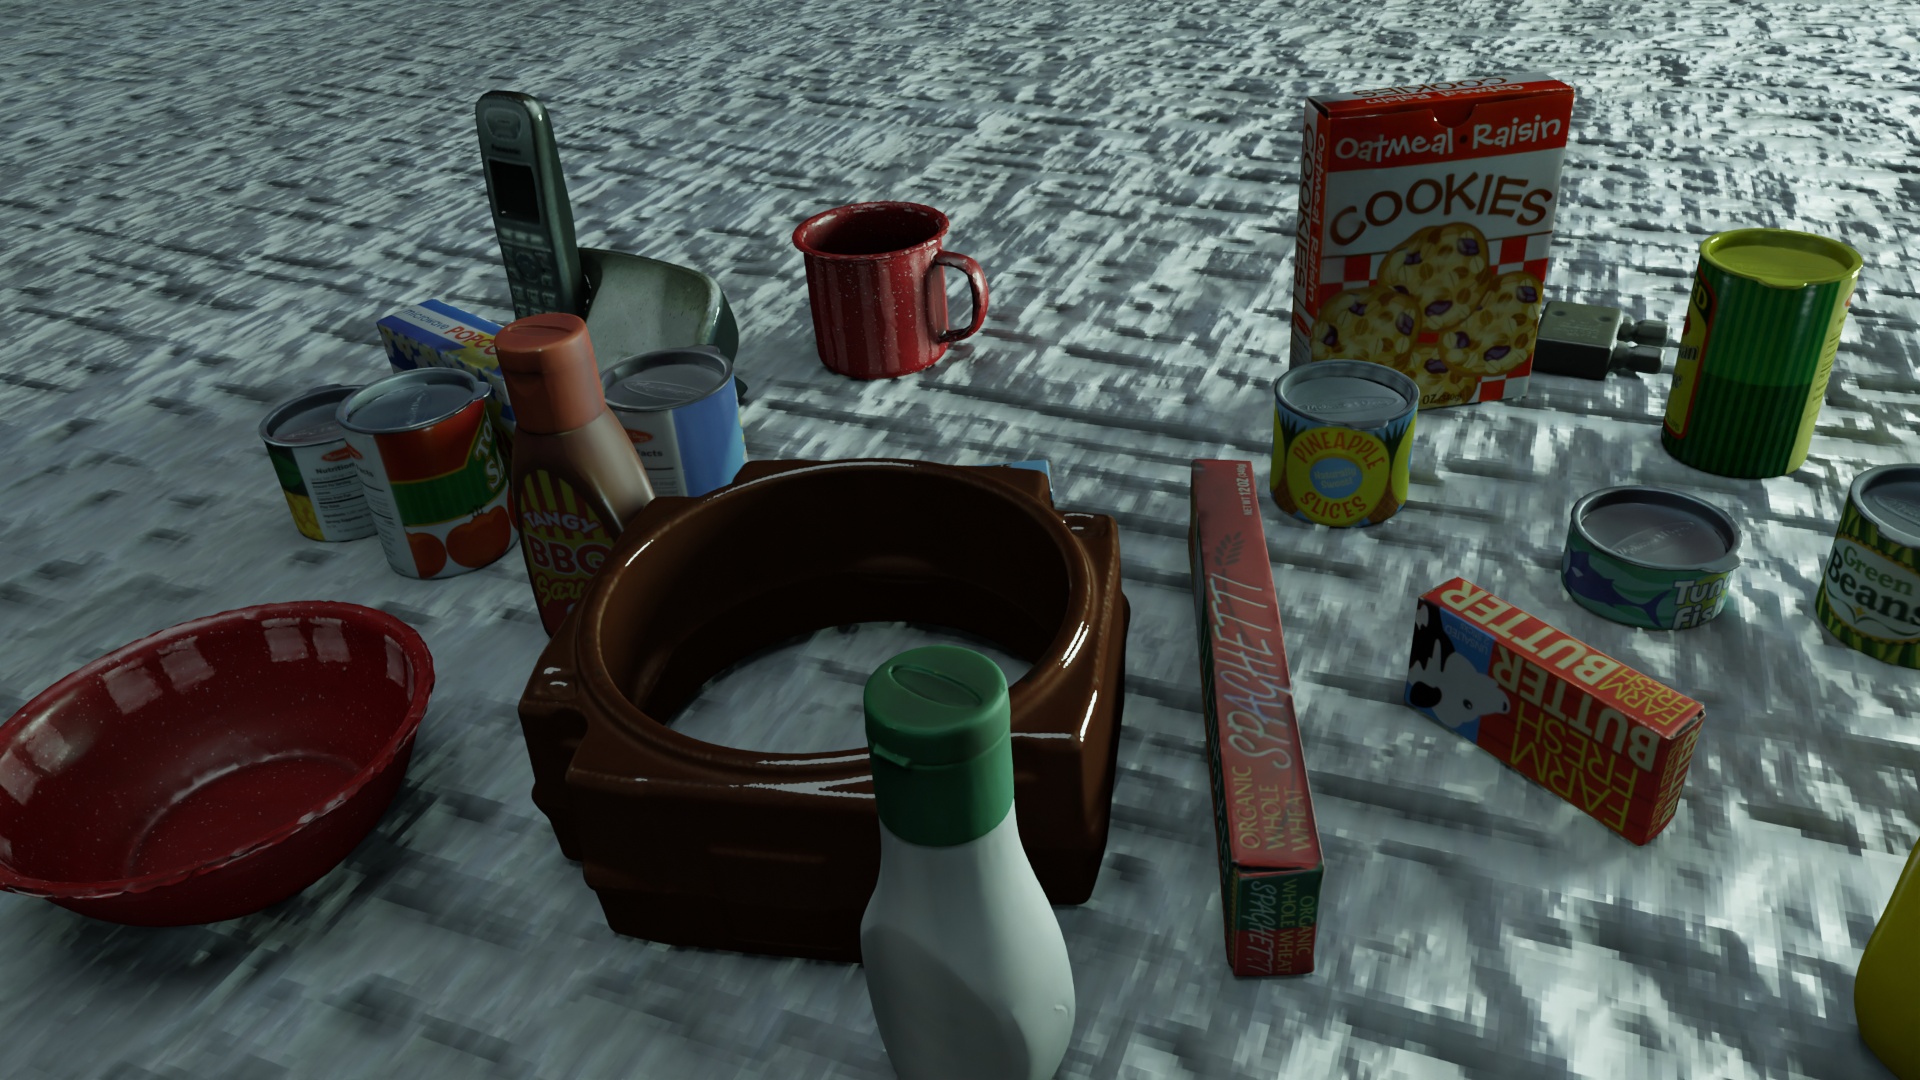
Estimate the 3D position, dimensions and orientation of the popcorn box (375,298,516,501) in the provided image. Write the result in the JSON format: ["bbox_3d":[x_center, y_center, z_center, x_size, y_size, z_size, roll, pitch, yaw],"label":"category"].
[{"bbox_3d":[-0.250,-0.071,0.734,0.127,0.084,0.038,23,42,36],"label":"popcorn box"}]

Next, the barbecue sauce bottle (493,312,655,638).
[{"bbox_3d":[-0.160,-0.021,0.587,0.065,0.147,0.044,7,34,17],"label":"barbecue sauce bottle"}]

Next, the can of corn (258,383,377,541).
[{"bbox_3d":[-0.320,-0.042,0.722,0.071,0.058,0.071,-3,33,2],"label":"can of corn"}]

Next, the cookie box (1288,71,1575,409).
[{"bbox_3d":[0.237,-0.148,0.714,0.123,0.166,0.040,-7,33,-4],"label":"cookie box"}]

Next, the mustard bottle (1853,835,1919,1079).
[{"bbox_3d":[0.284,0.082,0.358,0.065,0.159,0.049,-15,34,-15],"label":"mustard bottle"}]

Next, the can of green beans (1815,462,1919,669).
[{"bbox_3d":[0.383,0.010,0.551,0.071,0.057,0.071,-3,33,2],"label":"can of green beans"}]

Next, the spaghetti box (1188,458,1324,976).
[{"bbox_3d":[0.107,0.051,0.529,0.029,0.050,0.251,-1,33,6],"label":"spaghetti box"}]

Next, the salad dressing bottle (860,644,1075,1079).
[{"bbox_3d":[-0.001,0.098,0.382,0.064,0.146,0.044,19,40,33],"label":"salad dressing bottle"}]

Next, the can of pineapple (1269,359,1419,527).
[{"bbox_3d":[0.182,-0.046,0.664,0.071,0.057,0.071,-3,33,2],"label":"can of pineapple"}]

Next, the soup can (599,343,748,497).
[{"bbox_3d":[-0.136,-0.044,0.678,0.071,0.083,0.072,-3,33,2],"label":"soup can"}]

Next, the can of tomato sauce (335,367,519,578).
[{"bbox_3d":[-0.256,-0.033,0.678,0.071,0.082,0.071,-3,33,2],"label":"can of tomato sauce"}]

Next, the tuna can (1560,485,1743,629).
[{"bbox_3d":[0.294,0.008,0.589,0.071,0.032,0.071,-3,33,2],"label":"tuna can"}]

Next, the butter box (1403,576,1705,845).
[{"bbox_3d":[0.210,0.059,0.501,0.024,0.052,0.104,-23,37,-27],"label":"butter box"}]

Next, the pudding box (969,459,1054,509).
[{"bbox_3d":[0.002,-0.008,0.636,0.084,0.049,0.030,-4,32,2],"label":"pudding box"}]

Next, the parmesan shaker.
[{"bbox_3d":[0.378,-0.087,0.661,0.071,0.102,0.072,-3,33,2],"label":"parmesan shaker"}]
